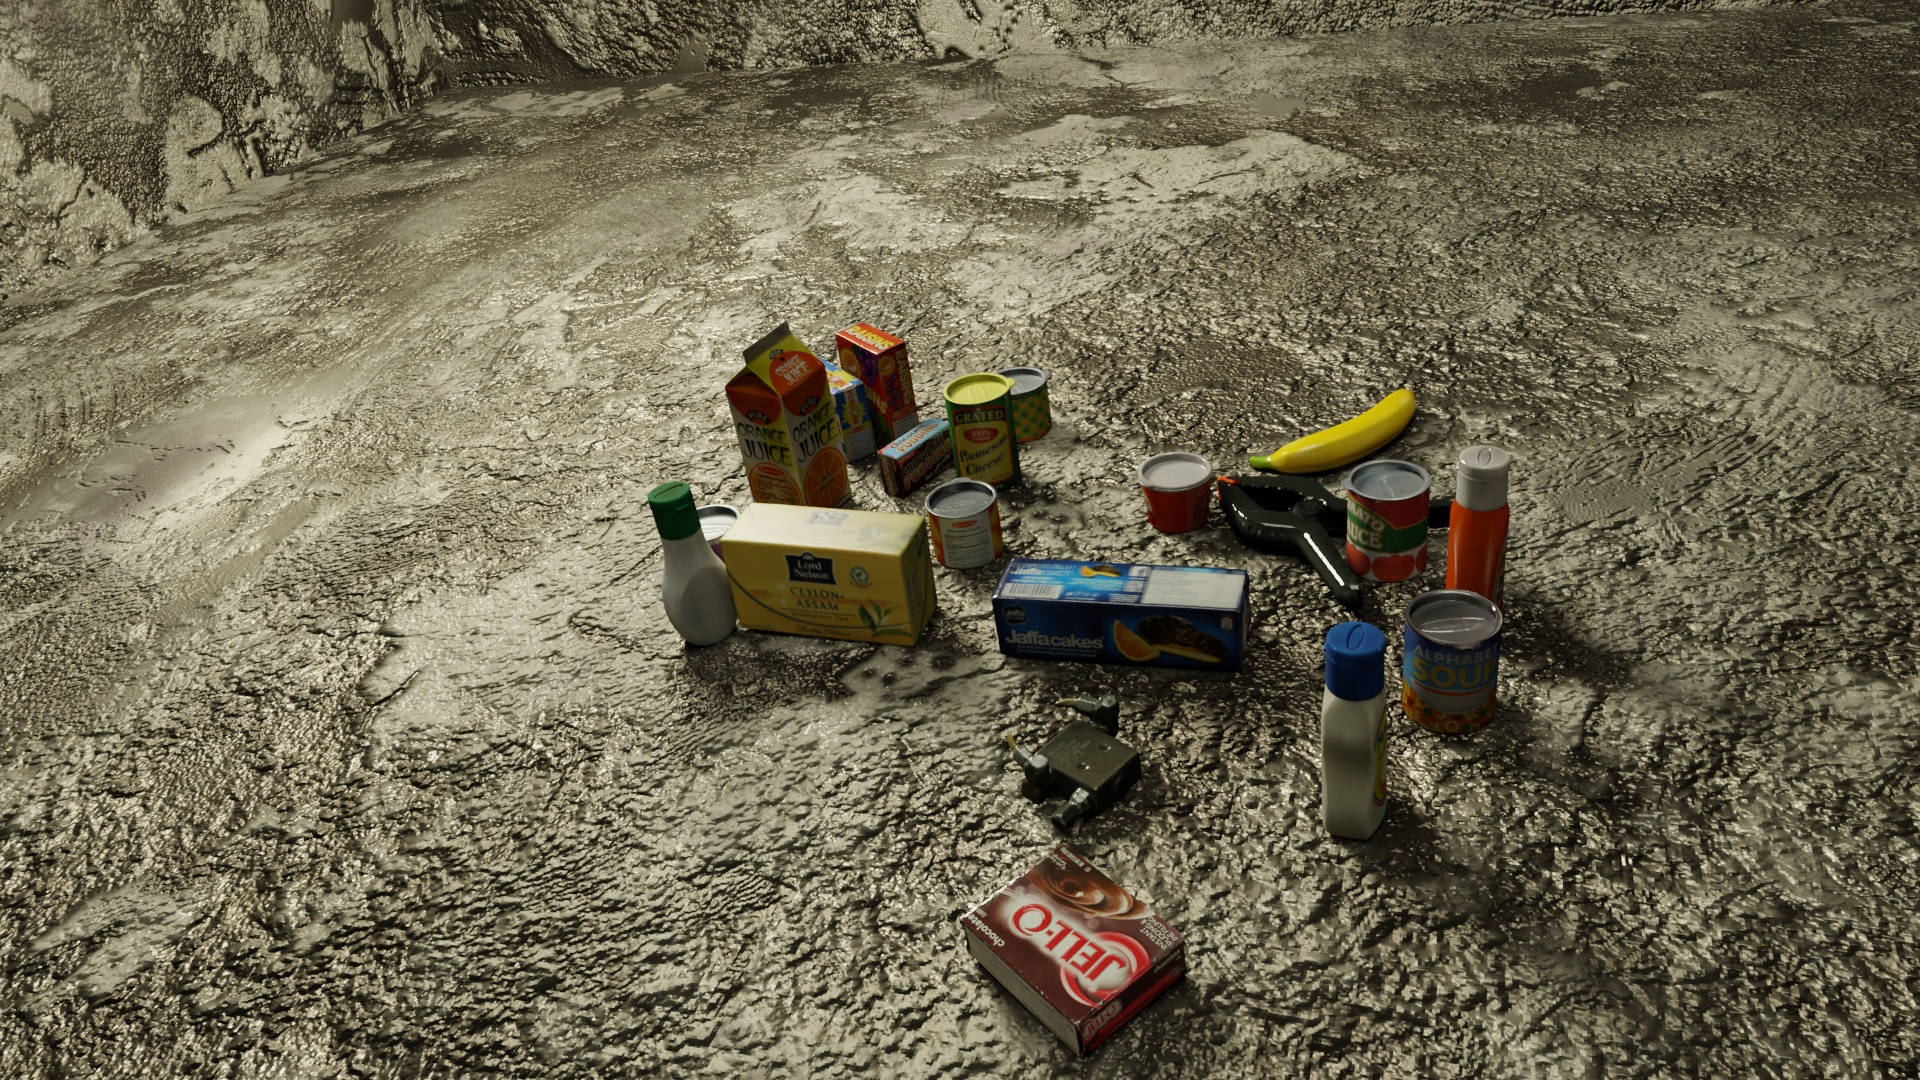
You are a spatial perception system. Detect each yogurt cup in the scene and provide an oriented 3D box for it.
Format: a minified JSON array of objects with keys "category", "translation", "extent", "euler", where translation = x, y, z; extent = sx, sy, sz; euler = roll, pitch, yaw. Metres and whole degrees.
[{"category":"yogurt cup","translation":[0.199,-0.043,1.277],"extent":[0.072,0.053,0.073],"euler":[-7,32,4]}]

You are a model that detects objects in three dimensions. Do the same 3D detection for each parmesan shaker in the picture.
[{"category":"parmesan shaker","translation":[0.025,-0.106,1.376],"extent":[0.071,0.102,0.071],"euler":[-7,32,4]}]

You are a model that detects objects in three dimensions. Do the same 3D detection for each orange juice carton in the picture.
[{"category":"orange juice carton","translation":[-0.170,-0.112,1.352],"extent":[0.073,0.191,0.072],"euler":[12,38,31]}]

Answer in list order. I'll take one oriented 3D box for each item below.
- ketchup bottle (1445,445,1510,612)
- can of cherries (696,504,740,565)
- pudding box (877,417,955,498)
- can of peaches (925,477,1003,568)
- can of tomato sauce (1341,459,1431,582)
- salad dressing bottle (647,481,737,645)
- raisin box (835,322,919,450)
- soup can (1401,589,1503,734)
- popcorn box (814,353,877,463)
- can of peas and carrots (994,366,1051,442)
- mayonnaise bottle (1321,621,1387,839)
[{"category":"ketchup bottle","translation":[0.398,0.000,1.068],"extent":[0.043,0.148,0.065],"euler":[6,35,23]},{"category":"can of cherries","translation":[-0.234,0.009,1.302],"extent":[0.071,0.058,0.072],"euler":[-7,32,4]},{"category":"pudding box","translation":[-0.044,-0.085,1.410],"extent":[0.030,0.049,0.084],"euler":[19,42,38]},{"category":"can of peaches","translation":[0.005,-0.016,1.280],"extent":[0.071,0.057,0.071],"euler":[-7,32,4]},{"category":"can of tomato sauce","translation":[0.356,-0.016,1.165],"extent":[0.071,0.082,0.071],"euler":[-7,32,4]},{"category":"salad dressing bottle","translation":[-0.233,0.020,1.198],"extent":[0.064,0.147,0.044],"euler":[-30,37,-29]},{"category":"raisin box","translation":[-0.085,-0.160,1.471],"extent":[0.040,0.122,0.086],"euler":[-26,35,-26]},{"category":"soup can","translation":[0.353,0.089,0.998],"extent":[0.071,0.083,0.072],"euler":[-7,32,4]},{"category":"popcorn box","translation":[-0.143,-0.146,1.500],"extent":[0.038,0.084,0.127],"euler":[-25,35,-24]},{"category":"can of peas and carrots","translation":[0.064,-0.144,1.469],"extent":[0.071,0.058,0.071],"euler":[-7,32,4]},{"category":"mayonnaise bottle","translation":[0.258,0.123,0.908],"extent":[0.041,0.147,0.065],"euler":[7,35,25]}]
